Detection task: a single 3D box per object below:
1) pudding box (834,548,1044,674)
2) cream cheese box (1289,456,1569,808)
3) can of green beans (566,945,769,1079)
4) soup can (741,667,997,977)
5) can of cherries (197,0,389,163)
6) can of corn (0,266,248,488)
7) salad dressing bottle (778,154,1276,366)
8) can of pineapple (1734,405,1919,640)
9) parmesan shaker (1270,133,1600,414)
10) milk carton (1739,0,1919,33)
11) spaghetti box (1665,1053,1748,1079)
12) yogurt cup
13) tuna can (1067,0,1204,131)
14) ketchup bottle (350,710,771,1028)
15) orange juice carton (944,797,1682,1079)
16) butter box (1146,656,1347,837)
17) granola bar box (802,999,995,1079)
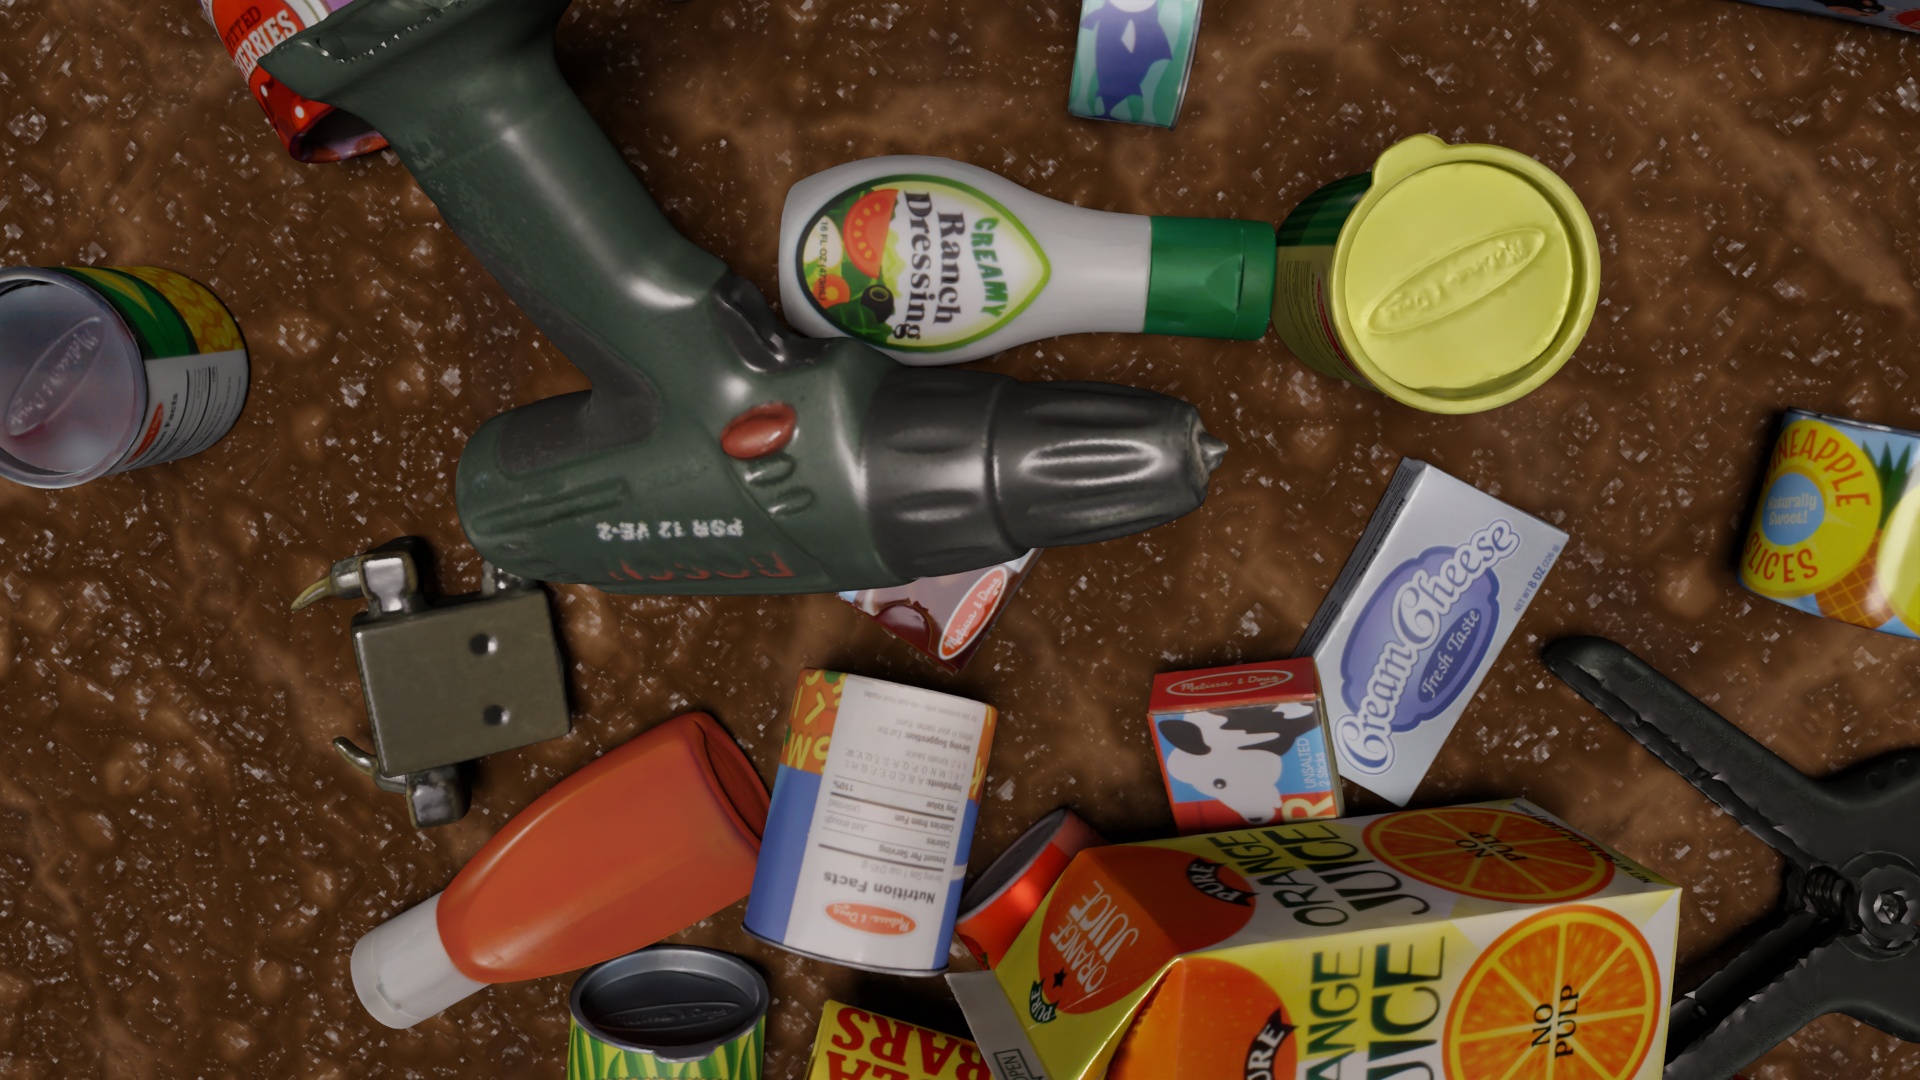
[{"bbox_3d":[0.002,-0.006,0.451,0.049,0.030,0.083,32,101,-4],"label":"pudding box"},{"bbox_3d":[0.145,0.030,0.453,0.053,0.024,0.103,27,101,-1],"label":"cream cheese box"},{"bbox_3d":[-0.100,0.180,0.472,0.071,0.071,0.057,6,101,2],"label":"can of green beans"},{"bbox_3d":[-0.029,0.087,0.443,0.071,0.071,0.084,12,81,1],"label":"soup can"},{"bbox_3d":[-0.185,-0.152,0.412,0.071,0.071,0.058,-26,99,8],"label":"can of cherries"},{"bbox_3d":[-0.275,-0.056,0.441,0.071,0.058,0.071,1,101,3],"label":"can of corn"},{"bbox_3d":[0.020,-0.084,0.428,0.148,0.044,0.064,3,104,2],"label":"salad dressing bottle"},{"bbox_3d":[0.275,-0.006,0.418,0.071,0.071,0.057,11,102,1],"label":"can of pineapple"},{"bbox_3d":[0.126,-0.077,0.394,0.071,0.103,0.071,1,101,3],"label":"parmesan shaker"},{"bbox_3d":[0.301,-0.174,0.368,0.191,0.072,0.073,15,101,9],"label":"milk carton"},{"bbox_3d":[0.267,0.213,0.479,0.250,0.029,0.050,27,101,-2],"label":"spaghetti box"},{"bbox_3d":[0.034,0.126,0.458,0.072,0.072,0.054,-44,88,10],"label":"yogurt cup"},{"bbox_3d":[0.052,-0.156,0.400,0.033,0.071,0.071,8,101,2],"label":"tuna can"},{"bbox_3d":[-0.137,0.118,0.474,0.149,0.043,0.064,-29,101,8],"label":"ketchup bottle"},{"bbox_3d":[0.096,0.127,0.393,0.193,0.072,0.073,-3,101,-15],"label":"orange juice carton"},{"bbox_3d":[0.097,0.088,0.449,0.053,0.024,0.103,-8,116,18],"label":"butter box"},{"bbox_3d":[0.020,0.224,0.462,0.166,0.039,0.123,16,129,0],"label":"granola bar box"}]
